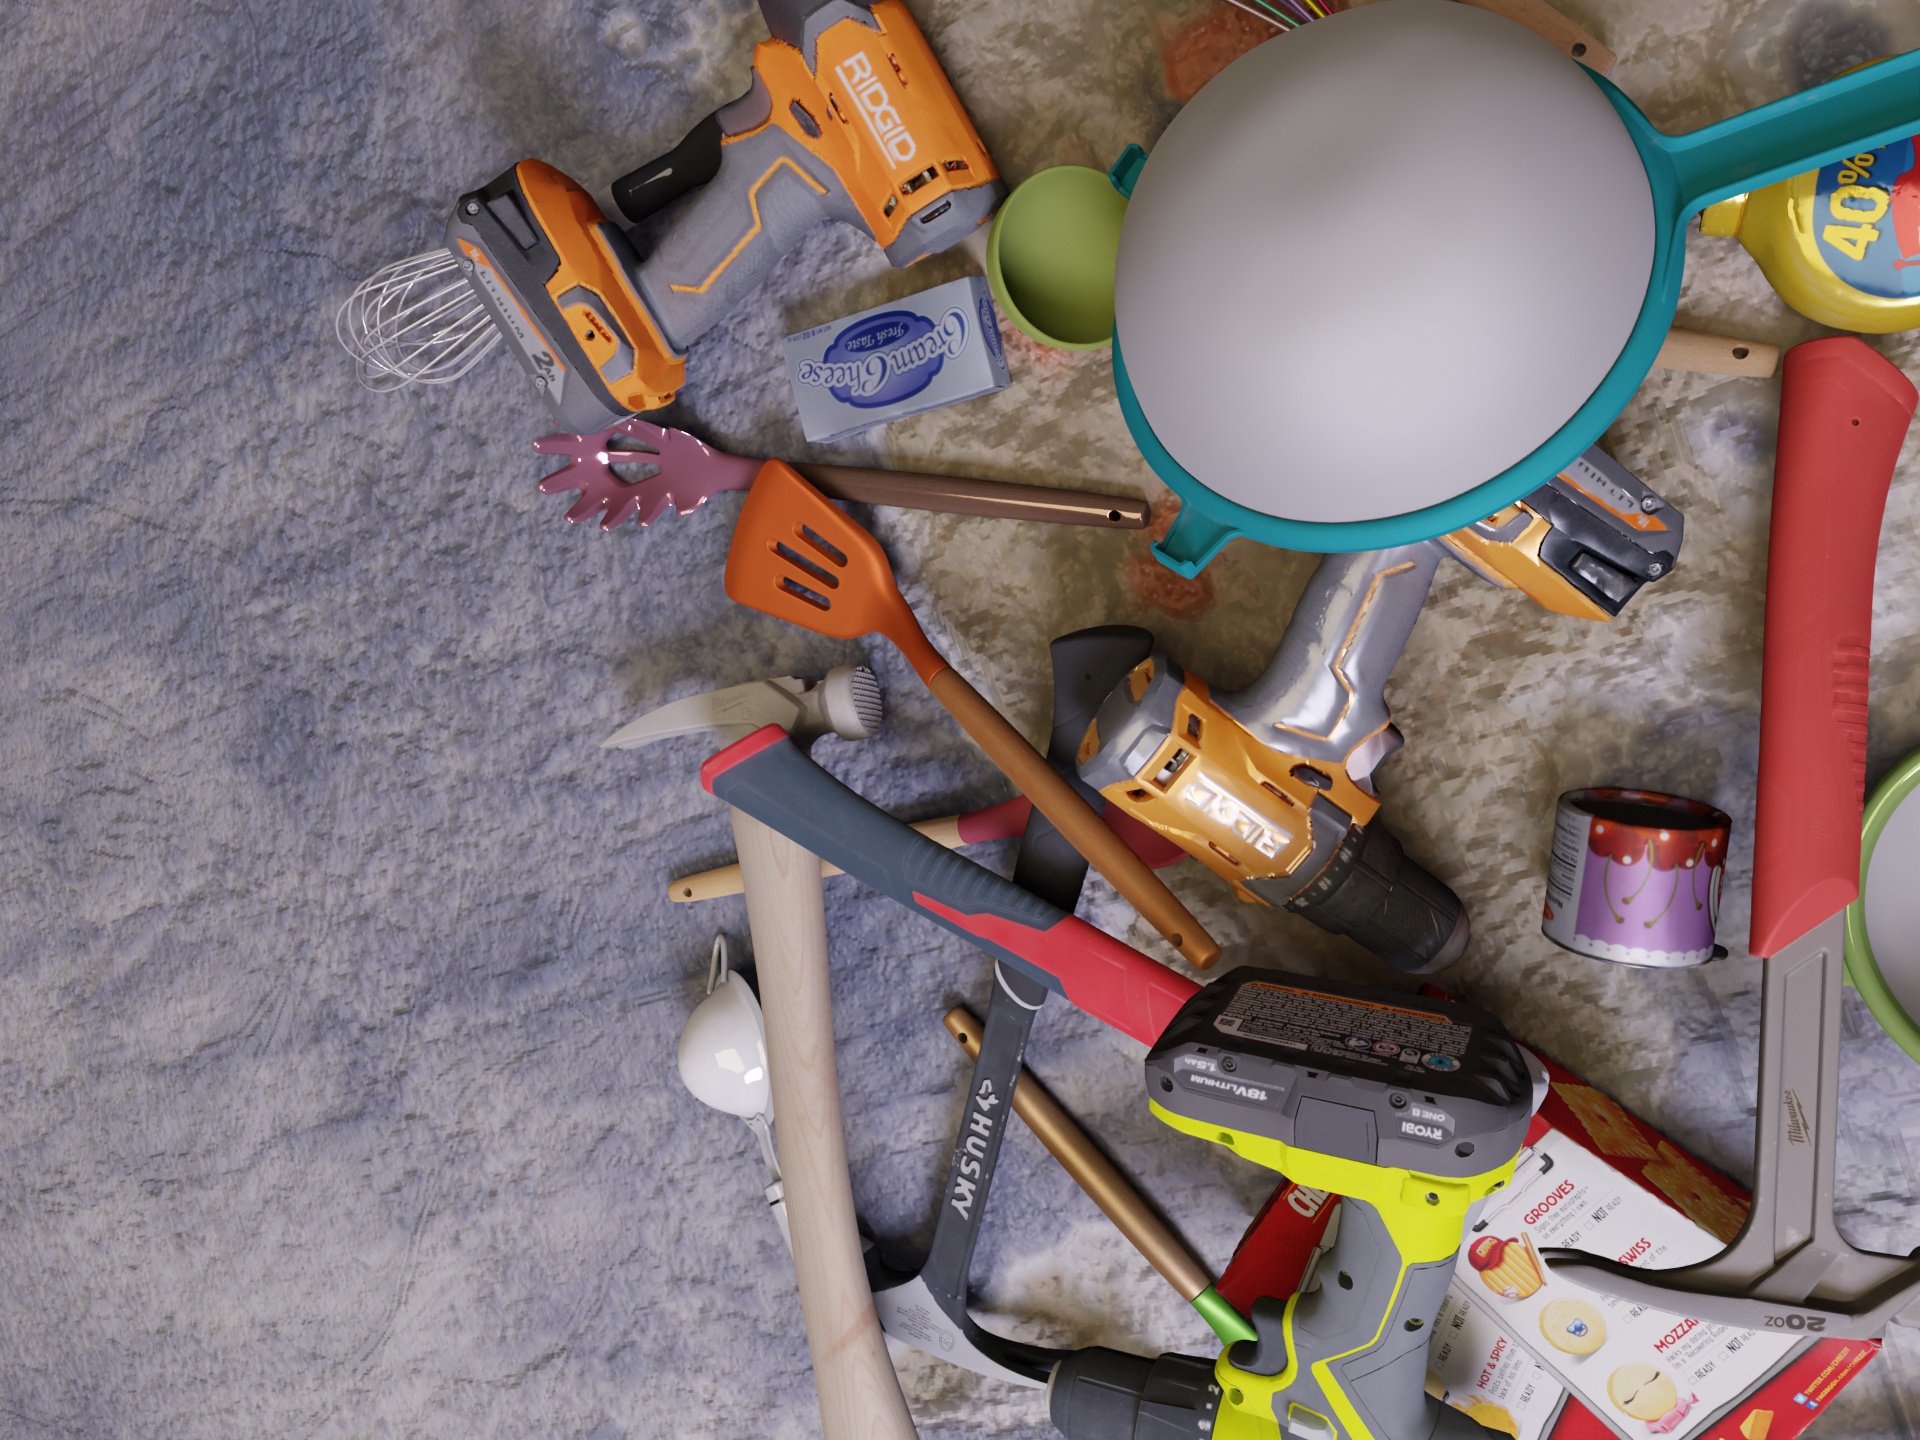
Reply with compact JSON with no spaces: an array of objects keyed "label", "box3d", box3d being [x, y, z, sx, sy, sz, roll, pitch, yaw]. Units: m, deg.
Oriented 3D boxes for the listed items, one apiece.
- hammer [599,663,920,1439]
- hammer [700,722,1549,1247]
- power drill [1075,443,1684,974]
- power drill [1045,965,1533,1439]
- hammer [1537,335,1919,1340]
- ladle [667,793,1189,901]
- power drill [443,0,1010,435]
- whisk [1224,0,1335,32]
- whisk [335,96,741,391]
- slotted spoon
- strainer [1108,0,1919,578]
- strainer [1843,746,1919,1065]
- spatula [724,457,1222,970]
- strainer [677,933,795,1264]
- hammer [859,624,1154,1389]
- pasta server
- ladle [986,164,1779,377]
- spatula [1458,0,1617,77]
[{"label":"hammer","box3d":[-0.084,0.185,0.780,0.146,0.038,0.411,-11,83,19]},{"label":"hammer","box3d":[0.044,0.118,0.701,0.386,0.038,0.143,27,111,18]},{"label":"power drill","box3d":[0.183,-0.013,0.644,0.185,0.084,0.226,35,106,-10]},{"label":"power drill","box3d":[0.127,0.220,0.623,0.190,0.080,0.228,7,108,24]},{"label":"hammer","box3d":[0.302,0.038,0.585,0.149,0.036,0.359,4,85,12]},{"label":"ladle","box3d":[-0.021,0.061,0.797,0.315,0.031,0.069,-14,97,27]},{"label":"power drill","box3d":[-0.113,-0.247,0.716,0.226,0.084,0.164,-28,103,13]},{"label":"whisk","box3d":[0.138,-0.288,0.643,0.245,0.051,0.047,43,141,5]},{"label":"whisk","box3d":[-0.199,-0.240,0.798,0.284,0.070,0.070,-22,92,21]},{"label":"slotted spoon","box3d":[0.099,0.263,0.787,0.314,0.031,0.070,47,118,10]},{"label":"strainer","box3d":[0.191,-0.187,0.530,0.340,0.095,0.211,-14,67,27]},{"label":"strainer","box3d":[0.429,0.022,0.572,0.152,0.069,0.256,30,105,40]},{"label":"spatula","box3d":[-0.001,-0.002,0.709,0.323,0.041,0.081,46,126,33]},{"label":"strainer","box3d":[-0.096,0.236,0.825,0.087,0.050,0.258,-44,68,55]},{"label":"hammer","box3d":[0.028,0.145,0.762,0.149,0.036,0.408,23,113,23]},{"label":"pasta server","box3d":[-0.064,-0.113,0.774,0.316,0.040,0.060,9,116,20]},{"label":"ladle","box3d":[0.164,-0.173,0.654,0.320,0.062,0.078,13,91,18]},{"label":"spatula","box3d":[0.133,-0.350,0.651,0.316,0.018,0.059,40,117,13]}]
